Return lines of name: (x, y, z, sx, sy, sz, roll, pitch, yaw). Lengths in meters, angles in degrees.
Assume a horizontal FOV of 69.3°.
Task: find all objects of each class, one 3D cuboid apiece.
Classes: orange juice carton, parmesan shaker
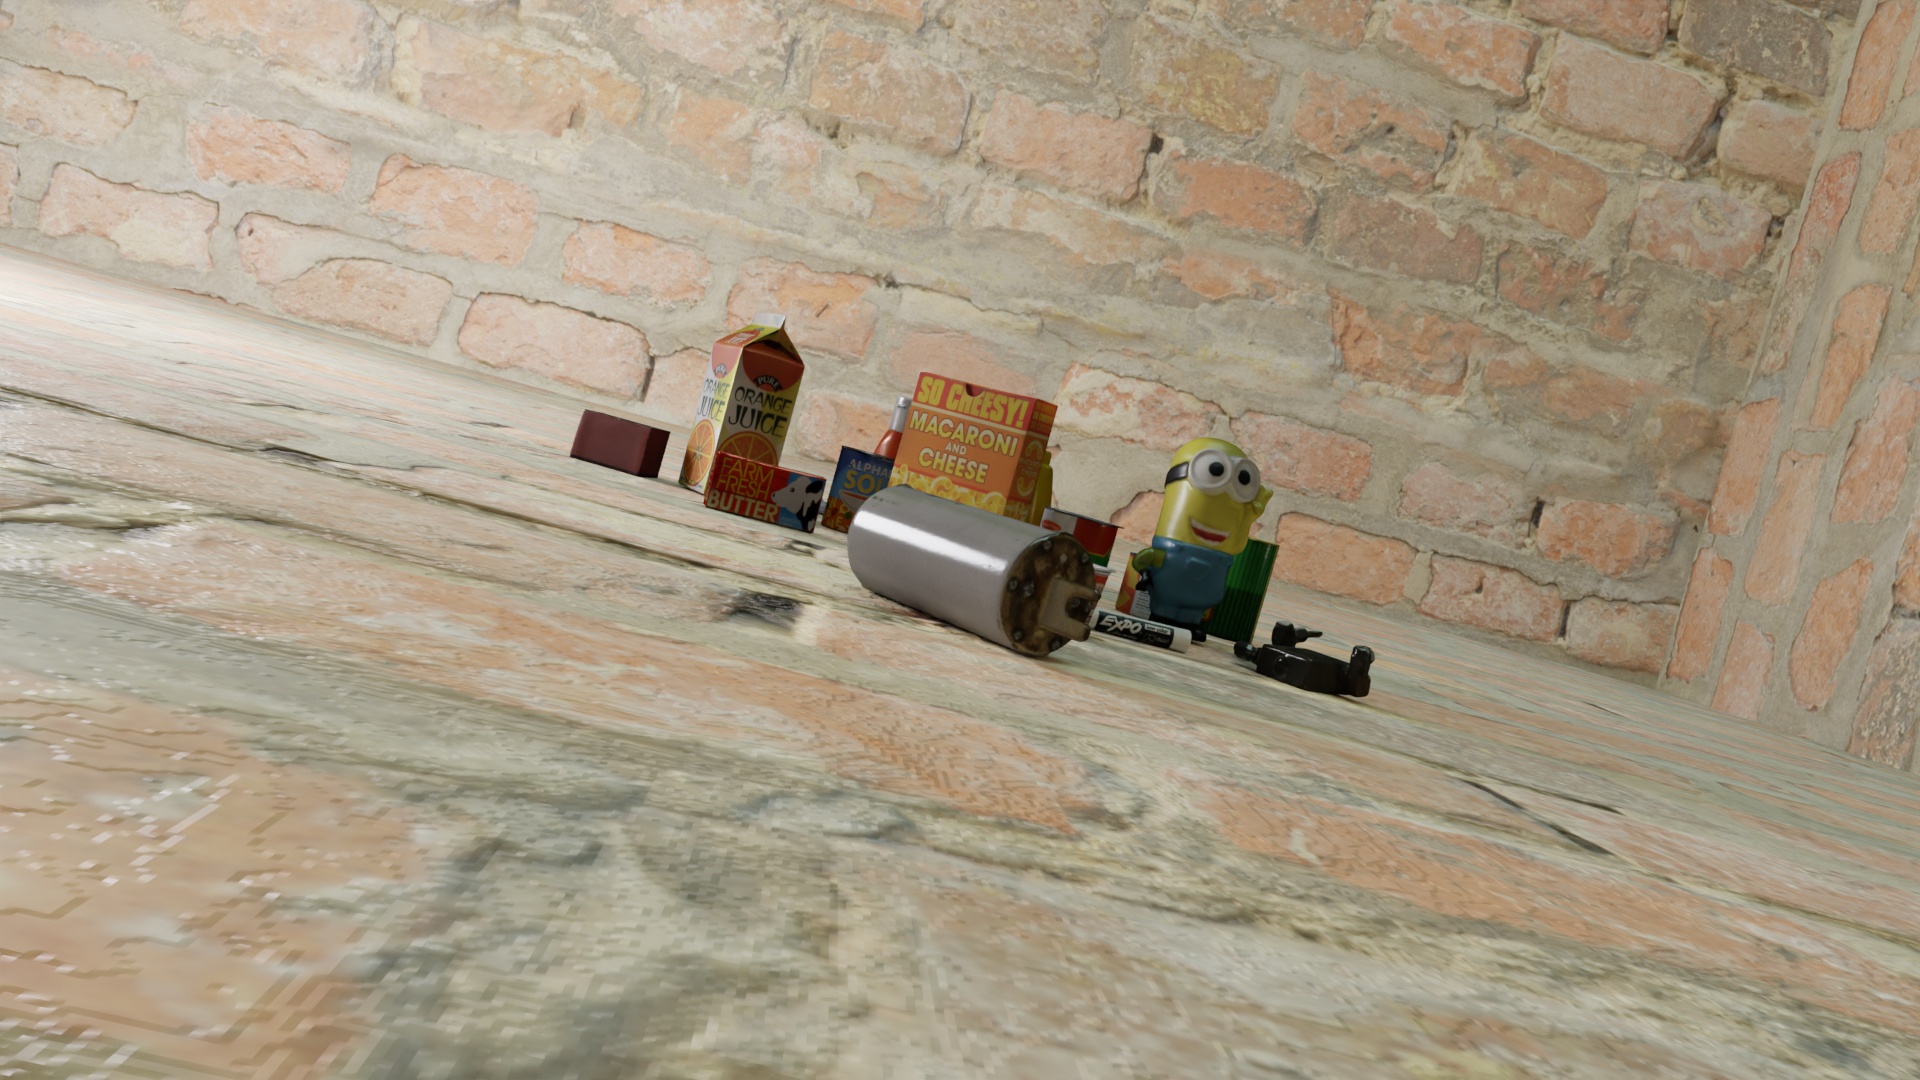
orange juice carton: (-0.215, -0.135, 1.393, 0.073, 0.192, 0.072, 13, 3, -34)
parmesan shaker: (0.271, 0.045, 1.377, 0.071, 0.103, 0.071, 15, 3, -1)

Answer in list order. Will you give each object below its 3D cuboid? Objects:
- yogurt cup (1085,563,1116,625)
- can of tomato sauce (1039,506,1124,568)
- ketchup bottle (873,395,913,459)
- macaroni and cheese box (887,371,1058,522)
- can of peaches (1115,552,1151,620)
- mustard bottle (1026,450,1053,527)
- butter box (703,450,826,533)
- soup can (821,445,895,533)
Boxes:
yogurt cup: (0.072, 0.038, 1.026, 0.072, 0.054, 0.072, 15, 3, -1)
can of tomato sauce: (0.095, 0.019, 1.196, 0.071, 0.083, 0.071, 15, 3, -1)
ketchup bottle: (-0.069, -0.077, 1.466, 0.065, 0.148, 0.043, 17, 3, 34)
macaroni and cheese box: (0.001, -0.048, 1.155, 0.124, 0.166, 0.040, 17, 3, 35)
can of peaches: (0.190, 0.048, 1.356, 0.071, 0.058, 0.071, 15, 3, -1)
mustard bottle: (0.053, -0.036, 1.255, 0.065, 0.160, 0.049, 17, 3, 30)
butter box: (-0.178, -0.044, 1.262, 0.103, 0.053, 0.024, 15, 3, -14)
soup can: (-0.098, -0.047, 1.403, 0.071, 0.083, 0.071, 15, 3, -1)
